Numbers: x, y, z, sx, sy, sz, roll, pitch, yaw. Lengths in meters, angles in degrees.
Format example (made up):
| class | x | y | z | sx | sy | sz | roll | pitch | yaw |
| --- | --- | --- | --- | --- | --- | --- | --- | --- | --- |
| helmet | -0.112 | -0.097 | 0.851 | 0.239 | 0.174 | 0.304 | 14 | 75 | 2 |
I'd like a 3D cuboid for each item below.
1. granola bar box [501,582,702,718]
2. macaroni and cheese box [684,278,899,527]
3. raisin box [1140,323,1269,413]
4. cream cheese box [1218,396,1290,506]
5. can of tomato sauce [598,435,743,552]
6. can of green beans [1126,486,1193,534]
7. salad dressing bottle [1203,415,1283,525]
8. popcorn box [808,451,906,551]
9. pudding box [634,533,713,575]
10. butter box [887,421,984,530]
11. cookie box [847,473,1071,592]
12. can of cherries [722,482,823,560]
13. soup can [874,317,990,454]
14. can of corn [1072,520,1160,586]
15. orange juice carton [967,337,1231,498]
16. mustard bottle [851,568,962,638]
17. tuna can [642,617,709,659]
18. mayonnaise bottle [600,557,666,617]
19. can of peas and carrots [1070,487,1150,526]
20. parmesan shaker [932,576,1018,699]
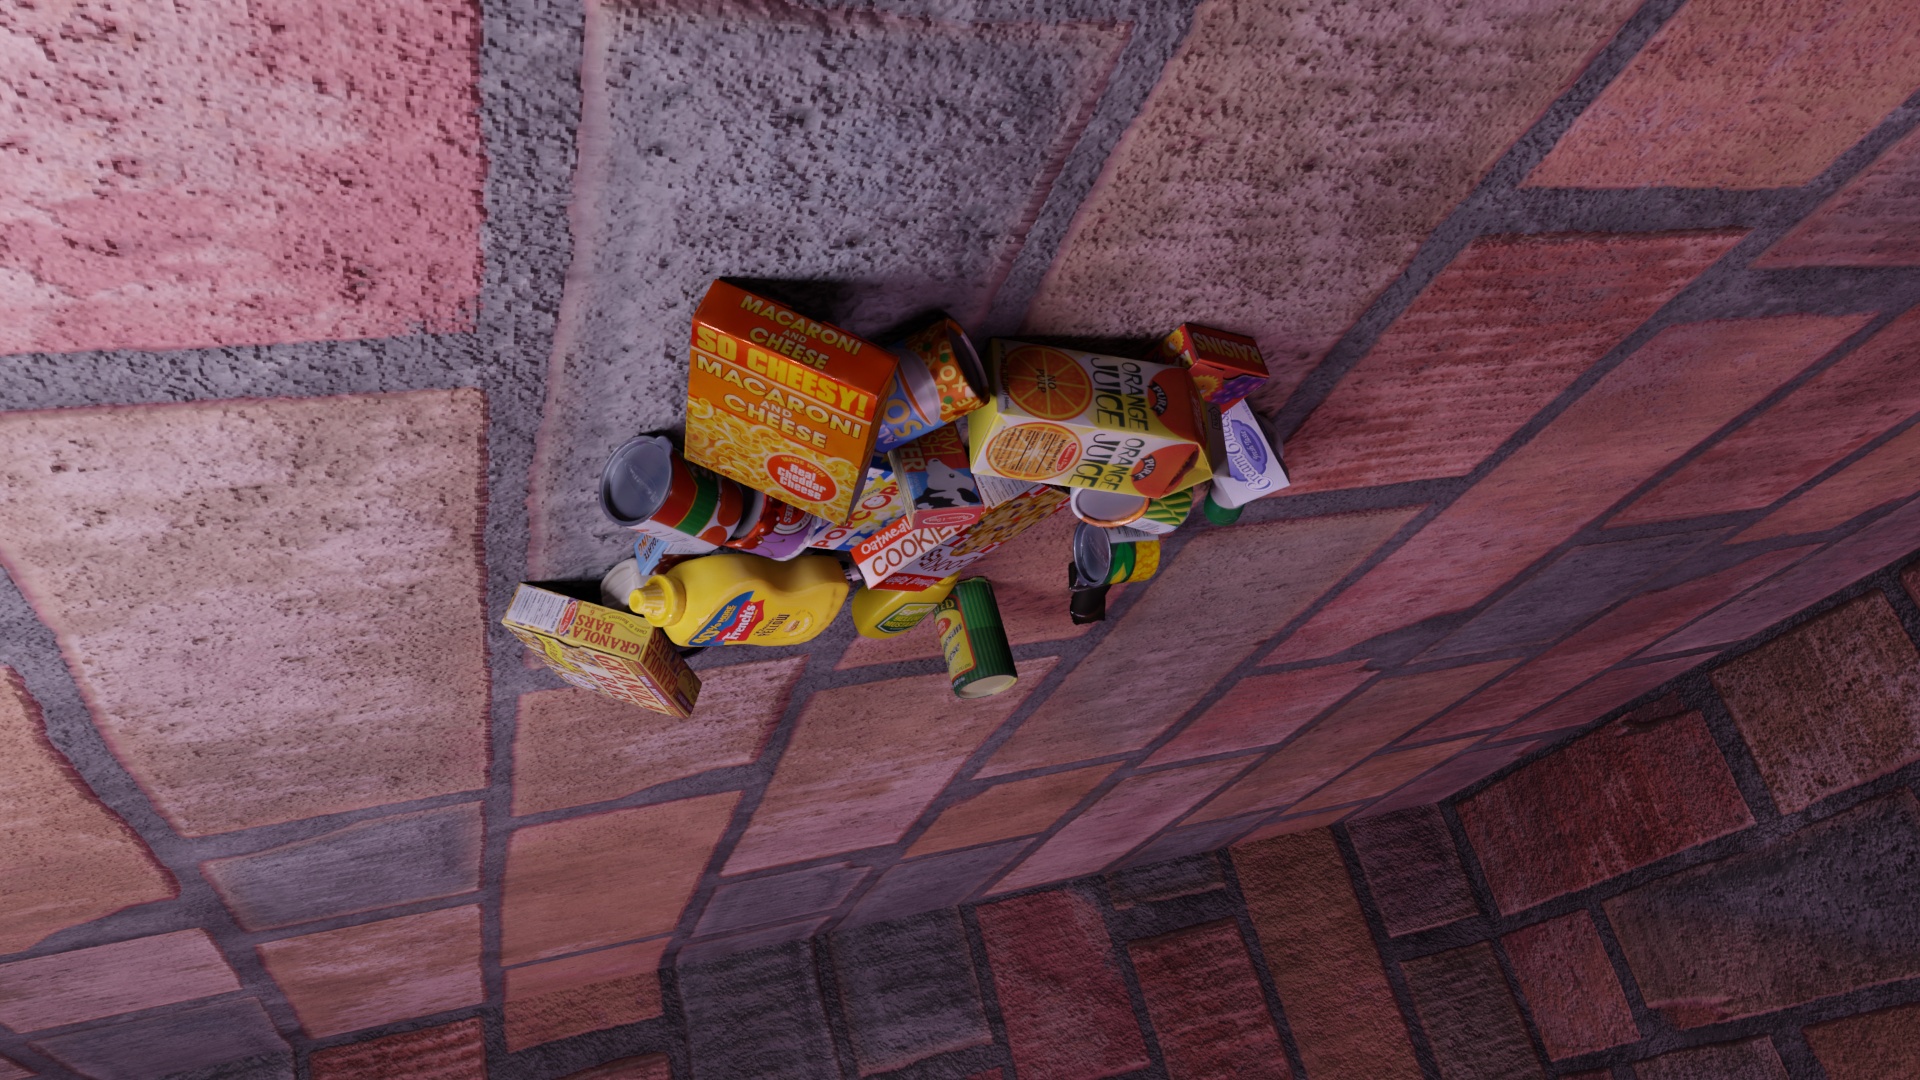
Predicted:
| class | x | y | z | sx | sy | sz | roll | pitch | yaw |
| --- | --- | --- | --- | --- | --- | --- | --- | --- | --- |
| granola bar box | -0.302 | 0.098 | 1.187 | 0.124 | 0.039 | 0.165 | 15 | 159 | 10 |
| macaroni and cheese box | -0.114 | -0.085 | 0.902 | 0.124 | 0.040 | 0.165 | 23 | 150 | 0 |
| raisin box | 0.168 | -0.115 | 1.092 | 0.086 | 0.040 | 0.123 | 6 | 148 | -39 |
| cream cheese box | 0.232 | -0.080 | 1.166 | 0.053 | 0.024 | 0.103 | -24 | 120 | 21 |
| can of tomato sauce | -0.206 | -0.034 | 1.000 | 0.071 | 0.071 | 0.083 | -26 | 155 | 21 |
| can of green beans | 0.160 | -0.042 | 1.215 | 0.071 | 0.071 | 0.058 | -33 | 151 | 33 |
| salad dressing bottle | 0.252 | -0.060 | 1.262 | 0.064 | 0.044 | 0.147 | -13 | 156 | -7 |
| popcorn box | -0.082 | -0.038 | 1.103 | 0.085 | 0.038 | 0.126 | 8 | 147 | -43 |
| pudding box | -0.221 | -0.003 | 1.101 | 0.050 | 0.030 | 0.083 | -1 | 152 | -34 |
| butter box | -0.023 | -0.057 | 1.018 | 0.053 | 0.104 | 0.024 | -5 | 145 | -19 |
| cookie box | 0.004 | -0.014 | 1.154 | 0.167 | 0.040 | 0.123 | -31 | 167 | 14 |
| can of cherries | -0.149 | -0.023 | 1.057 | 0.071 | 0.072 | 0.058 | -30 | 152 | 28 |
| soup can | -0.032 | -0.105 | 0.948 | 0.083 | 0.071 | 0.071 | -24 | 155 | 17 |
| can of corn | 0.148 | 0.010 | 1.321 | 0.058 | 0.071 | 0.070 | -4 | 154 | -26 |
| orange juice carton | 0.106 | -0.085 | 1.015 | 0.193 | 0.072 | 0.072 | 7 | 145 | -14 |
| mustard bottle | -0.041 | 0.040 | 1.288 | 0.065 | 0.049 | 0.159 | 1 | 152 | -37 |
| tuna can | -0.262 | 0.083 | 1.260 | 0.071 | 0.033 | 0.070 | -14 | 156 | -6 |
| mayonnaise bottle | -0.229 | 0.046 | 1.189 | 0.148 | 0.041 | 0.064 | 10 | 148 | -44 |
| can of peas and carrots | 0.126 | -0.053 | 1.152 | 0.071 | 0.059 | 0.070 | 2 | 142 | 2 |
| parmesan shaker | 0.014 | 0.098 | 1.383 | 0.071 | 0.103 | 0.071 | -13 | 156 | -6 |
